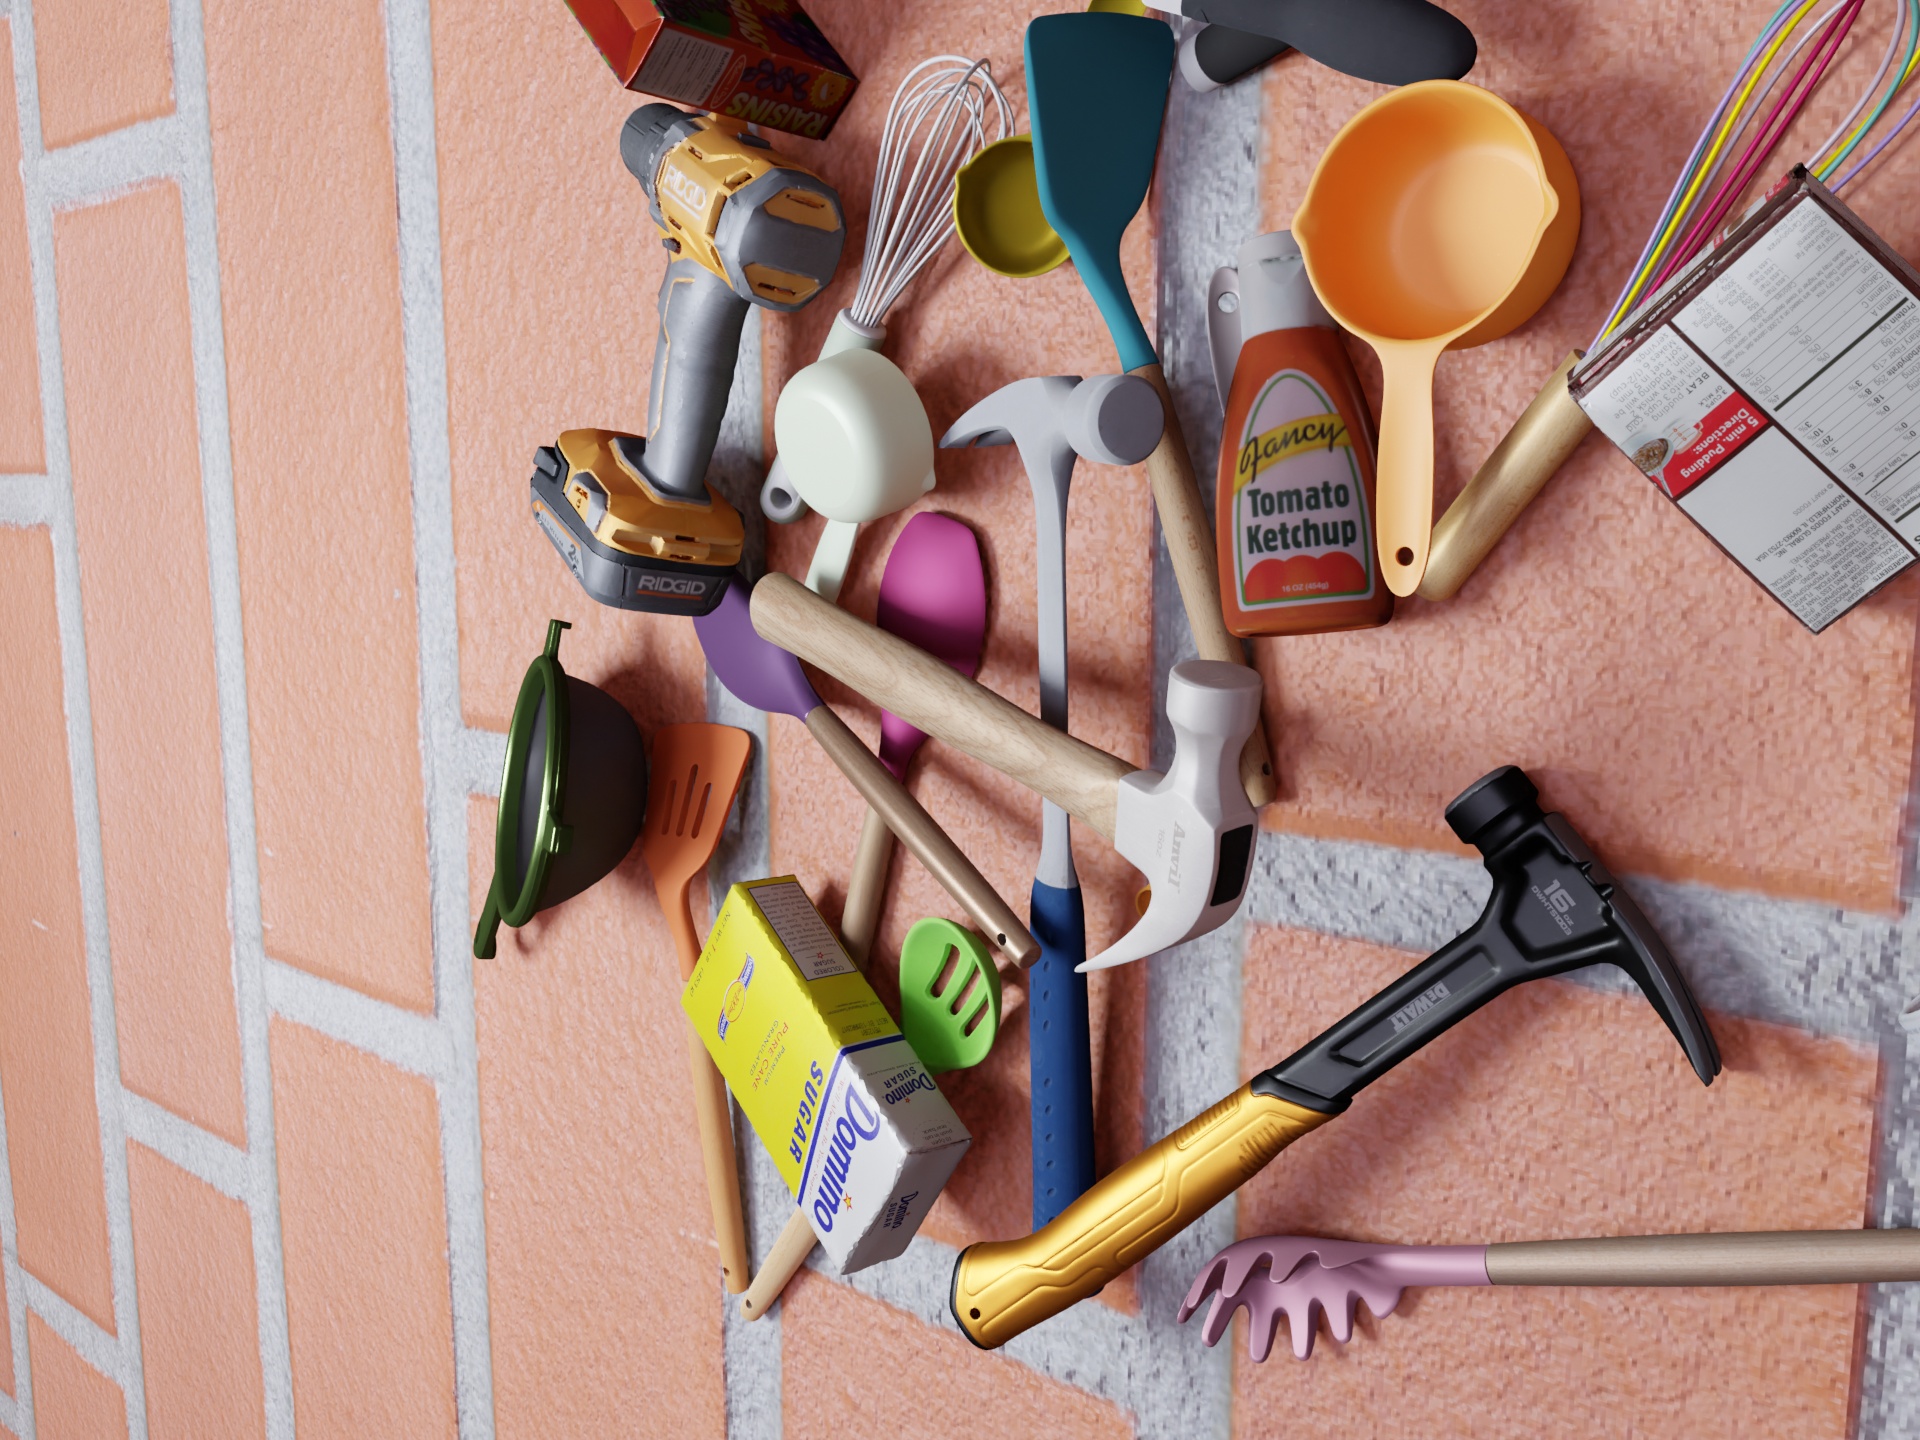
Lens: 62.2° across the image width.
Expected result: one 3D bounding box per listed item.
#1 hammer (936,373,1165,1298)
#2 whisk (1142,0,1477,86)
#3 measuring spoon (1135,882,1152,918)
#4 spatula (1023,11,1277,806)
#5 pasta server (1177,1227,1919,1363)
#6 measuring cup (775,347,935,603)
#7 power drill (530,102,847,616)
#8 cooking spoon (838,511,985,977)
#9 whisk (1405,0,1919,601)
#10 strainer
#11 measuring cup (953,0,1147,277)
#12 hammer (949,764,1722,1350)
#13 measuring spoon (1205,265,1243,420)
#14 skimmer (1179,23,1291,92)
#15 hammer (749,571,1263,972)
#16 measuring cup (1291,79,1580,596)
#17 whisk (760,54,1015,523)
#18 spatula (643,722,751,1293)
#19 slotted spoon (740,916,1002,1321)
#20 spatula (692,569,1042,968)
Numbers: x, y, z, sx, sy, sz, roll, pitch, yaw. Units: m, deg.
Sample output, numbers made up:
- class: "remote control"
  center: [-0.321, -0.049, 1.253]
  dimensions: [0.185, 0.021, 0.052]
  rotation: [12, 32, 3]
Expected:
- class: "hammer"
  center: [0.040, 0.057, 0.692]
  dimensions: [0.144, 0.035, 0.405]
  rotation: [-155, 60, -63]
- class: "whisk"
  center: [0.046, -0.276, 0.573]
  dimensions: [0.284, 0.070, 0.070]
  rotation: [22, 112, 12]
- class: "measuring spoon"
  center: [0.098, 0.040, 0.665]
  dimensions: [0.021, 0.011, 0.116]
  rotation: [34, 126, 27]
- class: "spatula"
  center: [0.086, -0.119, 0.639]
  dimensions: [0.044, 0.082, 0.317]
  rotation: [-14, 93, 52]
- class: "pasta server"
  center: [0.221, 0.206, 0.582]
  dimensions: [0.316, 0.040, 0.060]
  rotation: [-17, 129, 38]
- class: "measuring cup"
  center: [-0.064, -0.097, 0.748]
  dimensions: [0.083, 0.038, 0.167]
  rotation: [45, 138, 20]
- class: "power drill"
  center: [-0.147, -0.189, 0.796]
  dimensions: [0.186, 0.084, 0.226]
  rotation: [47, 123, 44]
- class: "cooking spoon"
  center: [-0.040, 0.054, 0.789]
  dimensions: [0.069, 0.017, 0.318]
  rotation: [25, 112, 36]
- class: "whisk"
  center: [0.223, -0.137, 0.527]
  dimensions: [0.051, 0.047, 0.245]
  rotation: [48, 126, 22]
- class: "strainer"
  center: [-0.232, 0.072, 0.922]
  dimensions: [0.256, 0.069, 0.152]
  rotation: [122, 146, -46]
- class: "measuring cup"
  center: [0.046, -0.260, 0.663]
  dimensions: [0.156, 0.062, 0.029]
  rotation: [-63, 13, 12]
- class: "hammer"
  center: [0.121, 0.166, 0.626]
  dimensions: [0.337, 0.034, 0.127]
  rotation: [-42, 69, 25]
- class: "measuring spoon"
  center: [0.115, -0.121, 0.638]
  dimensions: [0.034, 0.018, 0.124]
  rotation: [-8, 84, 8]
- class: "skimmer"
  center: [0.229, -0.288, 0.508]
  dimensions: [0.363, 0.090, 0.127]
  rotation: [-12, 93, 50]
- class: "hammer"
  center: [-0.001, -0.002, 0.661]
  dimensions: [0.332, 0.031, 0.130]
  rotation: [29, 124, 50]
- class: "measuring cup"
  center: [0.171, -0.132, 0.565]
  dimensions: [0.095, 0.052, 0.173]
  rotation: [9, 104, 39]
- class: "whisk"
  center: [-0.042, -0.191, 0.739]
  dimensions: [0.058, 0.059, 0.246]
  rotation: [31, 123, 2]
- class: "spatula"
  center: [-0.137, 0.163, 0.885]
  dimensions: [0.081, 0.041, 0.322]
  rotation: [2, 102, 41]
- class: "slotted spoon"
  center: [-0.053, 0.217, 0.820]
  dimensions: [0.070, 0.031, 0.313]
  rotation: [48, 125, 29]
- class: "spatula"
  center: [-0.057, 0.015, 0.767]
  dimensions: [0.316, 0.018, 0.059]
  rotation: [45, 124, 40]
